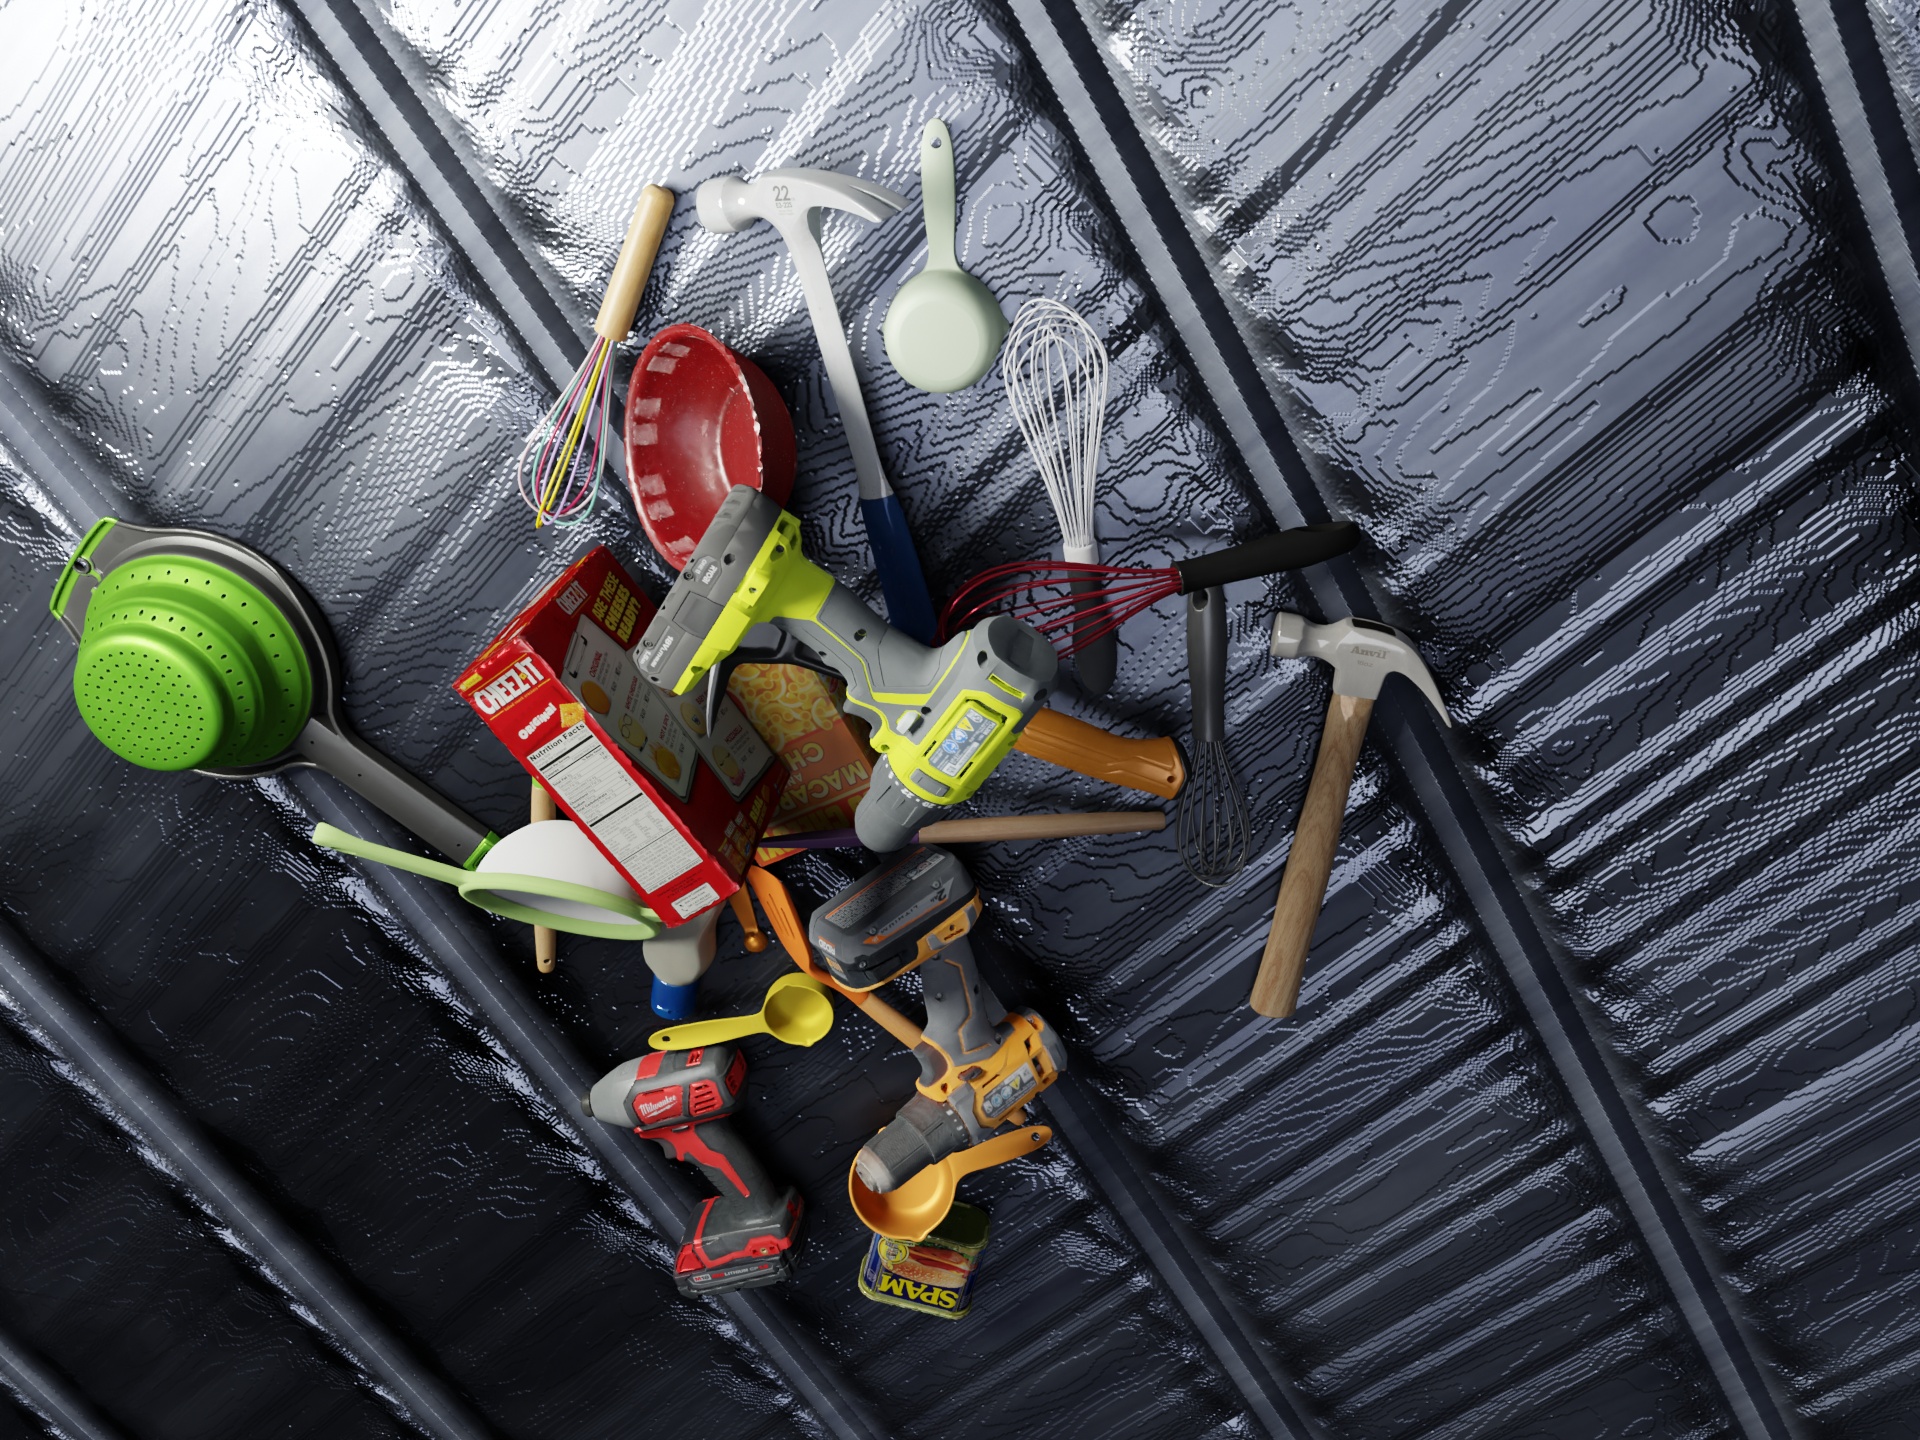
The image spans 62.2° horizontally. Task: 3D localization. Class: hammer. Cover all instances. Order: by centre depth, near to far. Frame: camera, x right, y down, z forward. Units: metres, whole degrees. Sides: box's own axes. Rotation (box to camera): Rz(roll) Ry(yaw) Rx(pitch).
[{"bbox_3d":[-0.054,-0.158,1.046,0.144,0.035,0.405,7,126,35],"label":"hammer"},{"bbox_3d":[-0.002,-0.003,1.075,0.336,0.034,0.127,18,103,-13],"label":"hammer"},{"bbox_3d":[0.262,0.080,1.154,0.130,0.031,0.331,9,119,3],"label":"hammer"}]

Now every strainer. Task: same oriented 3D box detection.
[{"bbox_3d":[-0.337,0.097,1.169,0.256,0.069,0.151,21,158,-25],"label":"strainer"}]

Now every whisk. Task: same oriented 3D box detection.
[{"bbox_3d":[0.122,-0.088,1.033,0.296,0.073,0.073,-15,116,-8],"label":"whisk"},{"bbox_3d":[-0.237,-0.232,1.044,0.051,0.047,0.245,34,114,15],"label":"whisk"},{"bbox_3d":[0.075,-0.140,1.052,0.070,0.070,0.284,-5,122,10],"label":"whisk"},{"bbox_3d":[0.177,0.010,1.120,0.055,0.055,0.238,-2,113,8],"label":"whisk"}]

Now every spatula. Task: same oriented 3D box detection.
[{"bbox_3d":[-0.006,0.081,1.153,0.316,0.060,0.018,-3,86,-8],"label":"spatula"},{"bbox_3d":[-0.055,0.226,1.262,0.322,0.081,0.041,42,75,-23],"label":"spatula"}]

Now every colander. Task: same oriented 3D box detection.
[{"bbox_3d":[-0.509,0.019,1.181,0.397,0.095,0.204,38,116,-12],"label":"colander"}]

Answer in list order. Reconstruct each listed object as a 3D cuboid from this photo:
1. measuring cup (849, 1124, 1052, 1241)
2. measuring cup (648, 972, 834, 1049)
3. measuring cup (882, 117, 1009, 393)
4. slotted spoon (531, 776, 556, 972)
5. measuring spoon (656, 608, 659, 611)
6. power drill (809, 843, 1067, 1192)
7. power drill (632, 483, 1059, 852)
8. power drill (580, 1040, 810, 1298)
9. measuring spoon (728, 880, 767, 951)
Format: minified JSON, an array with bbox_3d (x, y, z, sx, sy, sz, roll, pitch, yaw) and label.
[{"bbox_3d":[-0.007,0.368,1.324,0.173,0.052,0.095,-19,82,-2],"label":"measuring cup"},{"bbox_3d":[-0.177,0.240,1.288,0.156,0.029,0.062,-12,114,9],"label":"measuring cup"},{"bbox_3d":[-0.013,-0.285,0.991,0.083,0.038,0.167,1,120,7],"label":"measuring cup"},{"bbox_3d":[-0.323,0.070,1.223,0.070,0.031,0.313,-4,122,-18],"label":"slotted spoon"},{"bbox_3d":[-0.185,-0.074,1.136,0.124,0.018,0.034,-14,115,13],"label":"measuring spoon"},{"bbox_3d":[-0.032,0.230,1.199,0.185,0.084,0.226,-34,114,-22],"label":"power drill"},{"bbox_3d":[-0.078,-0.023,0.982,0.228,0.080,0.190,31,127,-11],"label":"power drill"},{"bbox_3d":[-0.223,0.375,1.346,0.143,0.079,0.219,-15,112,13],"label":"power drill"},{"bbox_3d":[-0.177,0.135,1.248,0.021,0.011,0.116,-11,115,12],"label":"measuring spoon"}]
